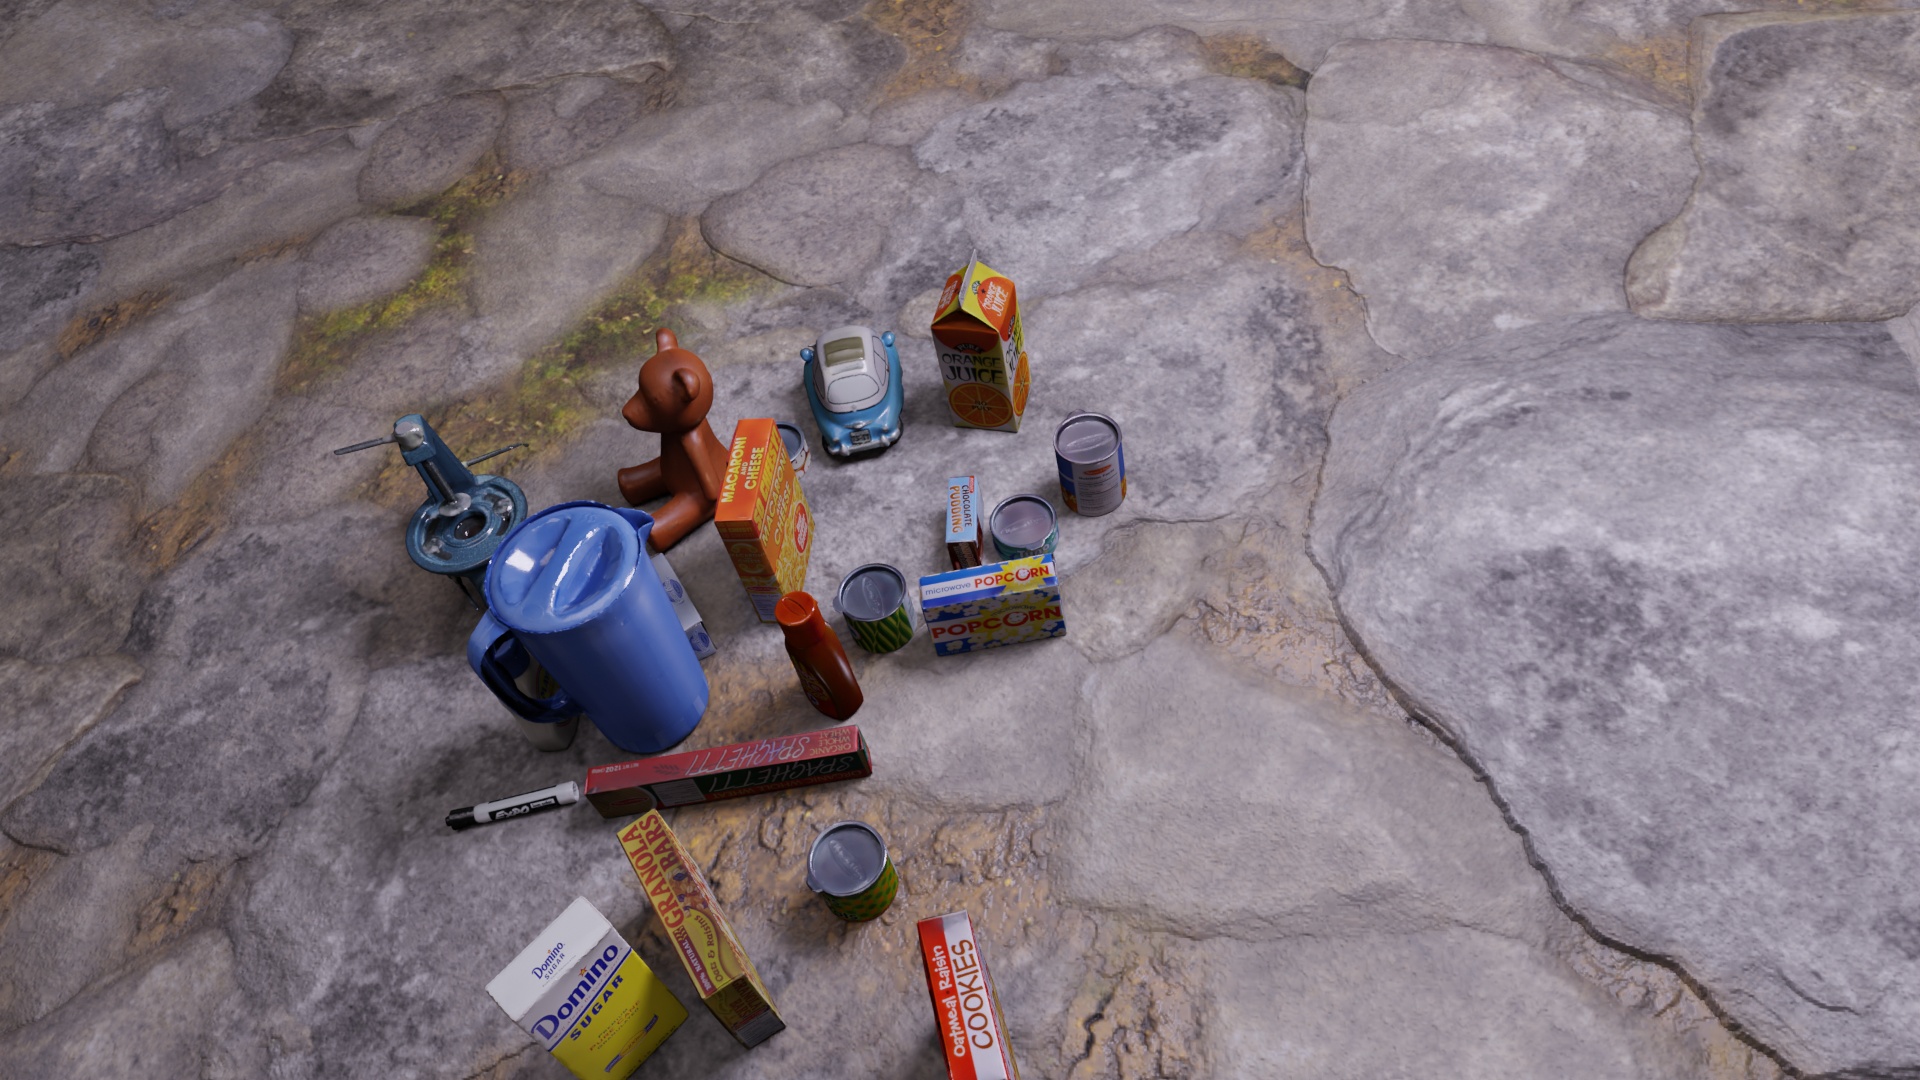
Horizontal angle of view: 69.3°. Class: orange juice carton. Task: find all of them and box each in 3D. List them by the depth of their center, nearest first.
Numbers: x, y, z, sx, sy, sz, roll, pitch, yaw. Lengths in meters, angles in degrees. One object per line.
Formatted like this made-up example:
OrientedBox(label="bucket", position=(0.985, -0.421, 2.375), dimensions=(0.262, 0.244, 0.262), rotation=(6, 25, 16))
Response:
OrientedBox(label="orange juice carton", position=(0.021, -0.201, 1.411), dimensions=(0.073, 0.191, 0.072), rotation=(7, 55, 16))

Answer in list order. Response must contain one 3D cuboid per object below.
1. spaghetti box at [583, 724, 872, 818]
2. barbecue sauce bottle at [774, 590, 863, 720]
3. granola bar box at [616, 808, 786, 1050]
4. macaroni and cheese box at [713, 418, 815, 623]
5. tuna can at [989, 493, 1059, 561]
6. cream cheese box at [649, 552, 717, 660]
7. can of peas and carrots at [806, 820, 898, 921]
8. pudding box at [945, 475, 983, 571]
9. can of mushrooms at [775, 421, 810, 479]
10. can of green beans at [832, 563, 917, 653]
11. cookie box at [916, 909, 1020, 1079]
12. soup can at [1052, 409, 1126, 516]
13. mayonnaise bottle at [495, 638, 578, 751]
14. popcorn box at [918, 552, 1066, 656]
OrientedBox(label="spaghetti box", position=(-0.204, 0.206, 1.232), dimensions=(0.250, 0.050, 0.029), rotation=(-10, 52, 3))
OrientedBox(label="barbecue sauce bottle", position=(-0.129, 0.100, 1.236), dimensions=(0.065, 0.147, 0.044), rotation=(35, 66, 31))
OrientedBox(label="granola bar box", position=(-0.207, 0.310, 1.105), dimensions=(0.039, 0.123, 0.166), rotation=(-31, 54, -13))
OrientedBox(label="macaroni and cheese box", position=(-0.185, -0.017, 1.325), dimensions=(0.040, 0.165, 0.124), rotation=(-2, 53, 10))
OrientedBox(label="tuna can", position=(0.064, -0.009, 1.356), dimensions=(0.071, 0.032, 0.071), rotation=(-5, 52, 7))
OrientedBox(label="cream cheese box", position=(-0.274, 0.064, 1.352), dimensions=(0.024, 0.053, 0.104), rotation=(-30, 53, -12))
OrientedBox(label="can of peas and carrots", position=(-0.090, 0.276, 1.150), dimensions=(0.071, 0.058, 0.071), rotation=(-5, 52, 7))
OrientedBox(label="pudding box", position=(0.005, -0.017, 1.363), dimensions=(0.030, 0.049, 0.084), rotation=(-4, 52, 8))
OrientedBox(label="can of mushrooms", position=(-0.195, -0.089, 1.468), dimensions=(0.071, 0.033, 0.071), rotation=(-5, 52, 7))
OrientedBox(label="can of green beans", position=(-0.078, 0.064, 1.311), dimensions=(0.071, 0.057, 0.071), rotation=(-5, 52, 7))
OrientedBox(label="cookie box", position=(0.011, 0.357, 1.000), dimensions=(0.040, 0.166, 0.123), rotation=(-16, 52, -1))
OrientedBox(label="soup can", position=(0.127, -0.076, 1.363), dimensions=(0.071, 0.083, 0.072), rotation=(-5, 52, 7))
OrientedBox(label="mayonnaise bottle", position=(-0.394, 0.132, 1.263), dimensions=(0.041, 0.147, 0.065), rotation=(-5, 52, 7))
OrientedBox(label="popcorn box", position=(0.030, 0.060, 1.276), dimensions=(0.127, 0.084, 0.038), rotation=(-10, 52, 3))
